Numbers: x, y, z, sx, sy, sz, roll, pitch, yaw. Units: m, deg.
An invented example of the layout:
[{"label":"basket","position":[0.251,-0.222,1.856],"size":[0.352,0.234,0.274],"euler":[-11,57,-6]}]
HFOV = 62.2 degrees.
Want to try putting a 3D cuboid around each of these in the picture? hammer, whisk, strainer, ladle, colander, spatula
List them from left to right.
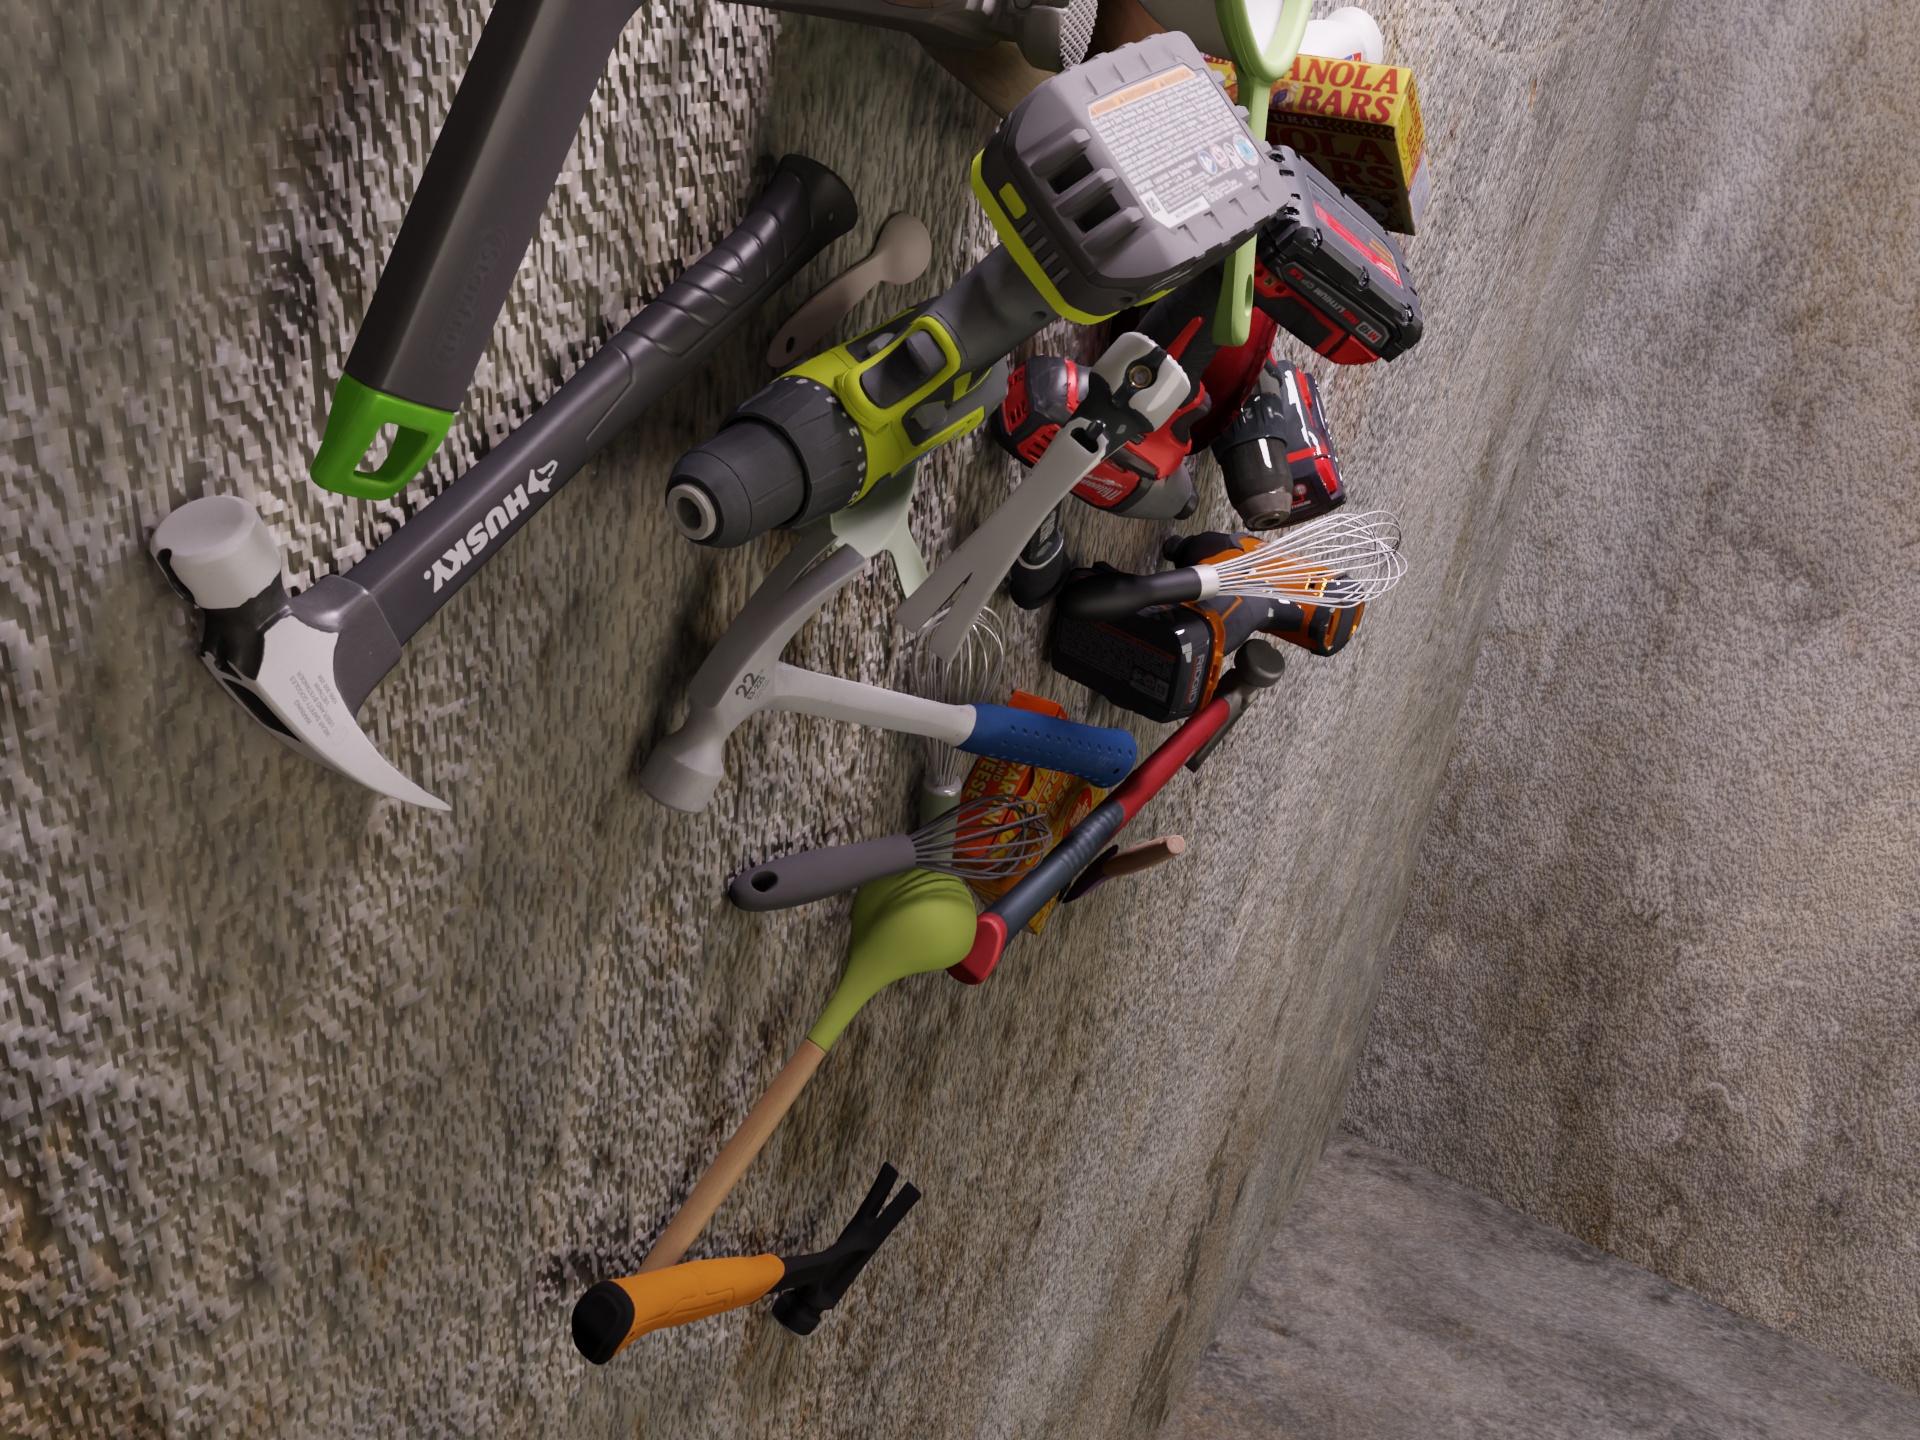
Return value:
[{"label":"colander","position":[-0.123,-0.258,0.462],"size":[0.397,0.094,0.204],"euler":[-63,156,10]},{"label":"hammer","position":[-0.140,-0.112,0.603],"size":[0.335,0.035,0.146],"euler":[-53,151,-32]},{"label":"hammer","position":[-0.123,0.325,0.936],"size":[0.127,0.034,0.336],"euler":[-52,158,1]},{"label":"ladle","position":[-0.098,0.215,0.934],"size":[0.320,0.078,0.062],"euler":[-54,163,-15]},{"label":"whisk","position":[-0.034,0.080,0.914],"size":[0.239,0.055,0.055],"euler":[-9,119,-43]},{"label":"whisk","position":[-0.011,0.033,0.985],"size":[0.059,0.058,0.246],"euler":[-9,128,-23]},{"label":"hammer","position":[-0.001,-0.003,0.876],"size":[0.144,0.035,0.405],"euler":[-58,150,12]},{"label":"hammer","position":[0.039,-0.087,0.819],"size":[0.149,0.036,0.409],"euler":[-49,178,1]},{"label":"hammer","position":[0.040,-0.281,0.756],"size":[0.410,0.146,0.038],"euler":[-12,118,-70]},{"label":"hammer","position":[0.104,0.073,1.135],"size":[0.386,0.038,0.143],"euler":[-39,167,-42]},{"label":"spatula","position":[0.119,0.105,1.177],"size":[0.060,0.018,0.316],"euler":[-50,179,-12]},{"label":"strainer","position":[0.098,-0.288,0.662],"size":[0.151,0.069,0.256],"euler":[-34,129,-60]},{"label":"whisk","position":[0.182,-0.093,1.039],"size":[0.284,0.070,0.070],"euler":[-11,124,-28]}]

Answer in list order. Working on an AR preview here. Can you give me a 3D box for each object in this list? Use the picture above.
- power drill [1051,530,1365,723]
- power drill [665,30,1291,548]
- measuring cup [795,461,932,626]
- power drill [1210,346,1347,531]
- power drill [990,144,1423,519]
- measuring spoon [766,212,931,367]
[{"label":"power drill","position":[0.167,-0.082,1.151],"size":[0.226,0.164,0.084],"euler":[-21,130,-43]},{"label":"power drill","position":[-0.003,-0.151,0.615],"size":[0.228,0.080,0.190],"euler":[-30,-172,45]},{"label":"measuring cup","position":[-0.046,-0.098,0.807],"size":[0.083,0.038,0.167],"euler":[-60,156,-19]},{"label":"power drill","position":[0.214,-0.203,1.132],"size":[0.226,0.080,0.188],"euler":[26,51,-65]},{"label":"power drill","position":[0.136,-0.195,0.882],"size":[0.143,0.219,0.079],"euler":[27,44,-32]},{"label":"measuring spoon","position":[-0.048,-0.198,0.743],"size":[0.124,0.018,0.034],"euler":[-50,150,-34]}]
